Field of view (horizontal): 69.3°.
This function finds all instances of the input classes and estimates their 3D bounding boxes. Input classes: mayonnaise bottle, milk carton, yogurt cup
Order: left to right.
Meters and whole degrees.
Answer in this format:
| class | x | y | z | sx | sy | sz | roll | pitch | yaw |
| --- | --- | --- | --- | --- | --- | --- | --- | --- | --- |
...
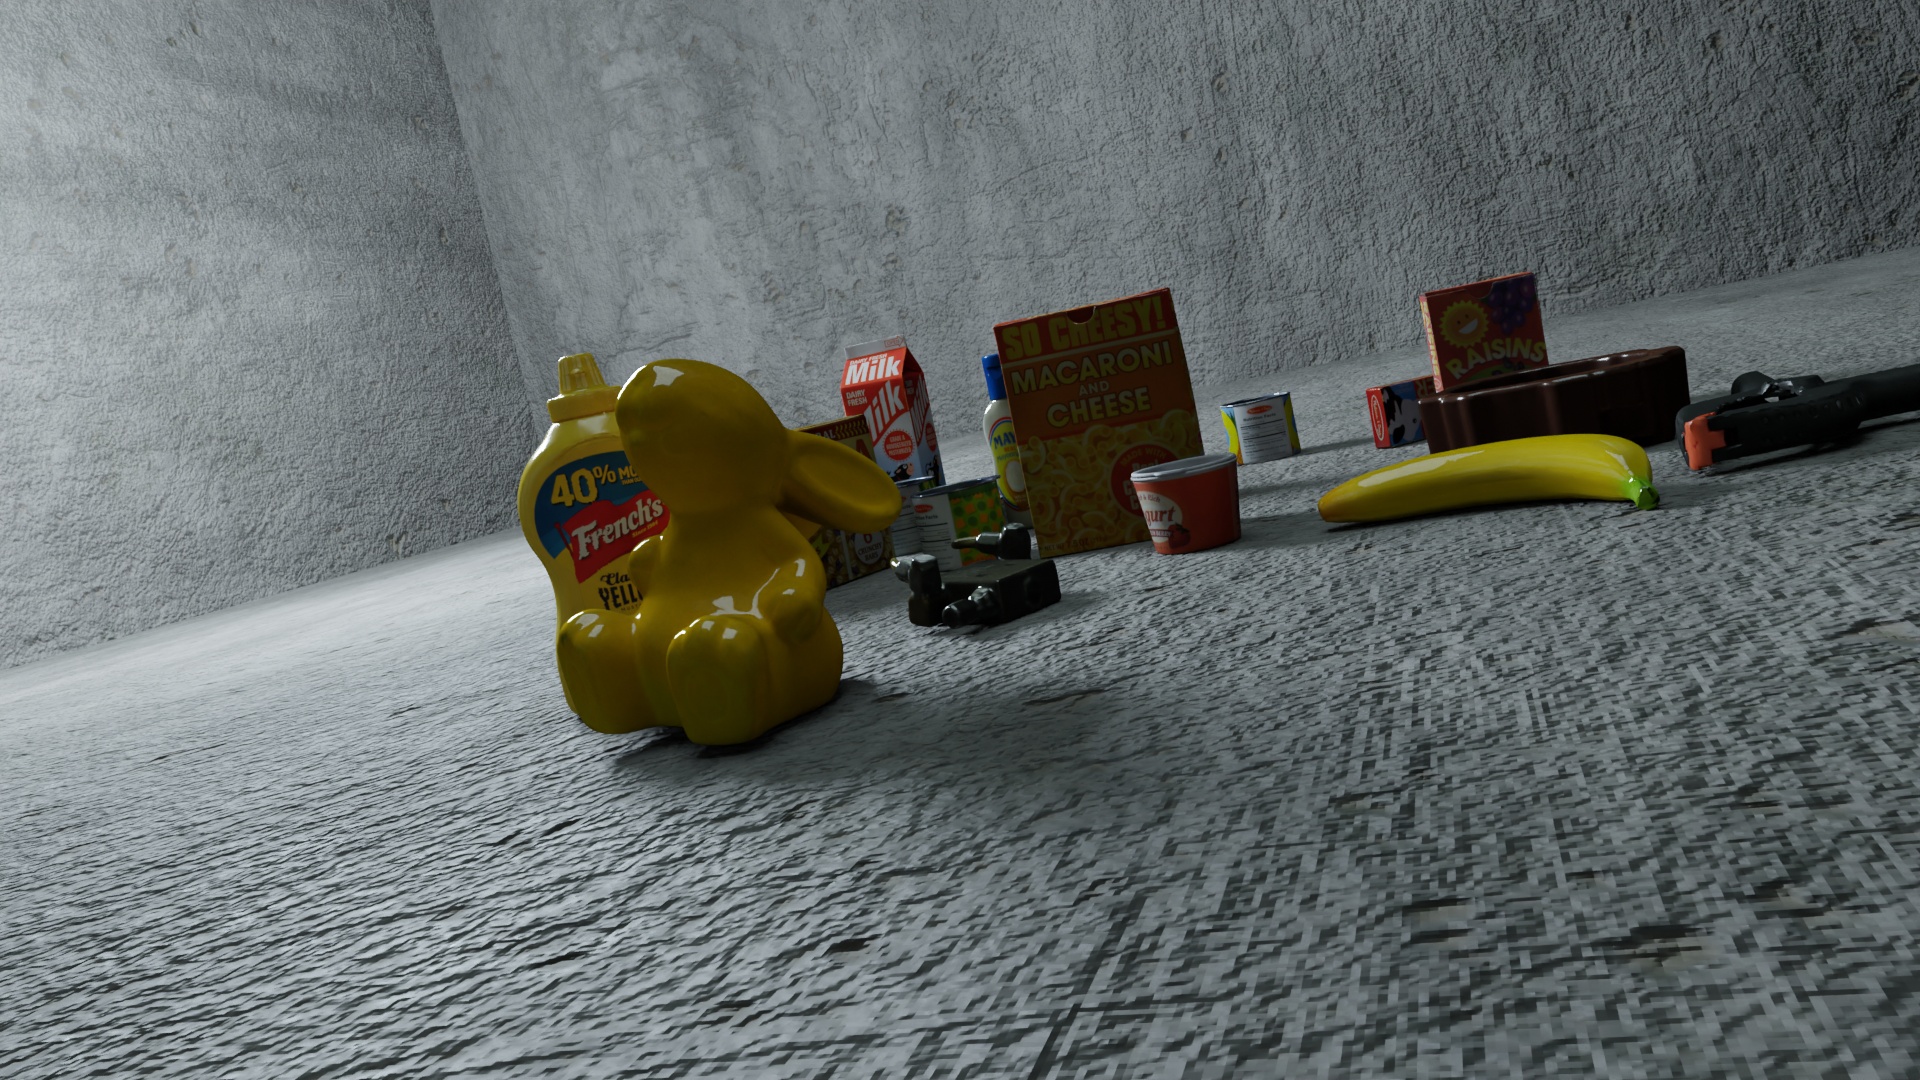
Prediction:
| class | x | y | z | sx | sy | sz | roll | pitch | yaw |
| --- | --- | --- | --- | --- | --- | --- | --- | --- | --- |
| milk carton | -0.071 | -0.116 | 1.461 | 0.072 | 0.190 | 0.073 | -10 | 7 | 18 |
| mayonnaise bottle | 0.049 | -0.085 | 1.163 | 0.064 | 0.148 | 0.041 | -8 | 7 | 32 |
| yogurt cup | 0.146 | -0.023 | 0.883 | 0.072 | 0.054 | 0.072 | -12 | 7 | 1 |

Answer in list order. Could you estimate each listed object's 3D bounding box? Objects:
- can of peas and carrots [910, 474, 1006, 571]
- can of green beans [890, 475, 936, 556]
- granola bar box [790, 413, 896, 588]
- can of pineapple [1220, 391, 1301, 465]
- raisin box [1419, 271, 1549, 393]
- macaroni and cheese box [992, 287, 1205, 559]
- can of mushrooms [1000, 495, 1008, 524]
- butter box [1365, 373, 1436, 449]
| class | x | y | z | sx | sy | sz | roll | pitch | yaw |
| --- | --- | --- | --- | --- | --- | --- | --- | --- | --- |
| can of peas and carrots | 0.003 | -0.013 | 1.033 | 0.071 | 0.058 | 0.071 | -12 | 6 | 1 |
| can of green beans | -0.048 | -0.020 | 1.188 | 0.071 | 0.057 | 0.071 | -12 | 6 | 1 |
| granola bar box | -0.126 | -0.021 | 1.049 | 0.039 | 0.124 | 0.166 | -7 | 8 | 41 |
| can of pineapple | 0.282 | -0.105 | 1.305 | 0.071 | 0.057 | 0.071 | -12 | 6 | 1 |
| raisin box | 0.426 | -0.148 | 1.124 | 0.086 | 0.123 | 0.040 | -11 | 6 | 11 |
| macaroni and cheese box | 0.101 | -0.081 | 0.960 | 0.123 | 0.166 | 0.040 | -11 | 6 | 14 |
| can of mushrooms | 0.004 | -0.014 | 1.150 | 0.071 | 0.033 | 0.071 | -12 | 7 | 1 |
| butter box | 0.400 | -0.115 | 1.196 | 0.104 | 0.053 | 0.024 | -15 | 7 | -20 |
